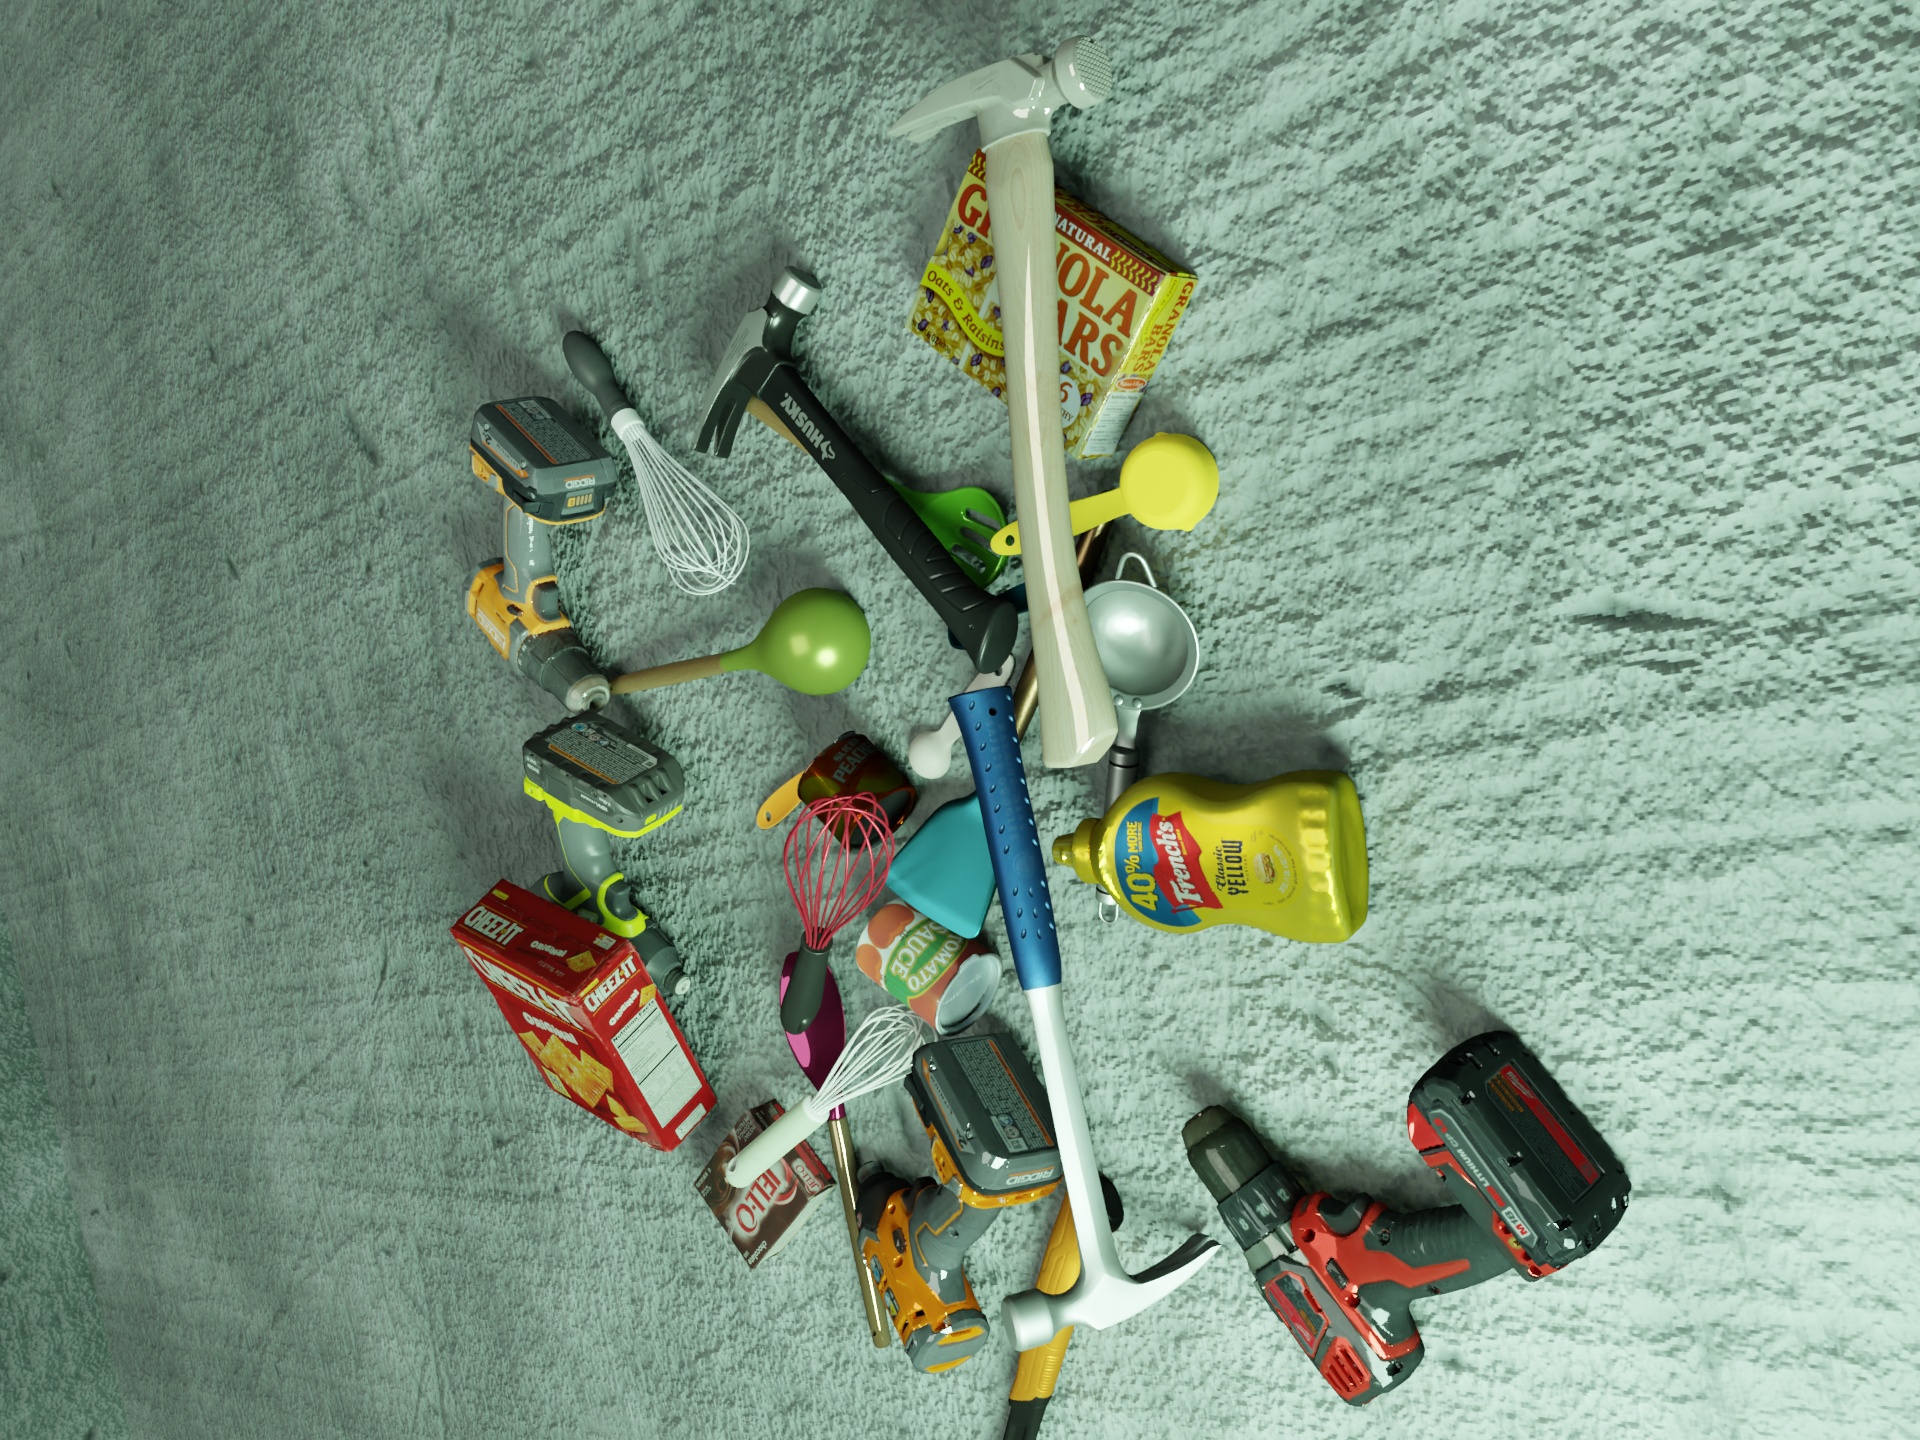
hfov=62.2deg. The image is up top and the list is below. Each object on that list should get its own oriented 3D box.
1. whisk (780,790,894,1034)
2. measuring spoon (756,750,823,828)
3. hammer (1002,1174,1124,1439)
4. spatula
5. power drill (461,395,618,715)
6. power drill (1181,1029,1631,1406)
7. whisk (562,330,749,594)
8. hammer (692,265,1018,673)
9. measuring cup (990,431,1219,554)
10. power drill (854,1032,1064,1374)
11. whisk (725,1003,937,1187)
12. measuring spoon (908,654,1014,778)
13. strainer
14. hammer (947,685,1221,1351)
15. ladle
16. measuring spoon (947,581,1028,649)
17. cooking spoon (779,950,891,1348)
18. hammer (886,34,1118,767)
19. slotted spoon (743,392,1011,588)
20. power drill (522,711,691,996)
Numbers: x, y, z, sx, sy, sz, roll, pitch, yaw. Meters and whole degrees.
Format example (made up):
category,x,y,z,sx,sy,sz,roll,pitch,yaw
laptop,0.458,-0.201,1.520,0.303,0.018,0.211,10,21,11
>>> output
category,x,y,z,sx,sy,sz,roll,pitch,yaw
whisk,-0.098,0.145,1.126,0.073,0.073,0.295,47,145,24
measuring spoon,-0.125,0.054,1.223,0.117,0.011,0.021,-40,72,43
hammer,0.050,0.460,1.137,0.127,0.034,0.336,28,117,33
spatula,0.037,-0.005,1.042,0.082,0.044,0.317,32,118,20
power drill,-0.342,-0.128,1.314,0.185,0.084,0.226,43,133,30
power drill,0.237,0.266,0.905,0.188,0.080,0.226,54,131,20
whisk,-0.245,-0.210,1.243,0.285,0.070,0.070,56,129,24
hammer,-0.068,-0.153,1.071,0.146,0.035,0.335,-51,59,23
measuring cup,0.080,-0.128,0.965,0.156,0.029,0.062,-17,91,29
power drill,-0.014,0.328,1.127,0.164,0.084,0.226,55,135,43
whisk,-0.104,0.291,1.208,0.246,0.059,0.058,-44,28,29
measuring spoon,-0.002,-0.003,1.093,0.034,0.018,0.124,53,127,20
strainer,0.102,0.013,0.991,0.087,0.050,0.258,13,114,22
hammer,0.059,0.178,1.009,0.035,0.144,0.405,159,99,-74
ladle,-0.186,-0.045,1.240,0.320,0.062,0.078,-8,97,49
measuring spoon,0.035,-0.072,1.029,0.128,0.021,0.042,-15,62,54
cooking spoon,-0.092,0.335,1.245,0.069,0.017,0.319,-10,92,39
hammer,0.038,-0.177,0.943,0.146,0.038,0.410,-4,92,40
slotted spoon,-0.072,-0.177,1.113,0.314,0.031,0.070,37,113,33
power drill,-0.290,0.120,1.320,0.171,0.080,0.223,26,128,26
